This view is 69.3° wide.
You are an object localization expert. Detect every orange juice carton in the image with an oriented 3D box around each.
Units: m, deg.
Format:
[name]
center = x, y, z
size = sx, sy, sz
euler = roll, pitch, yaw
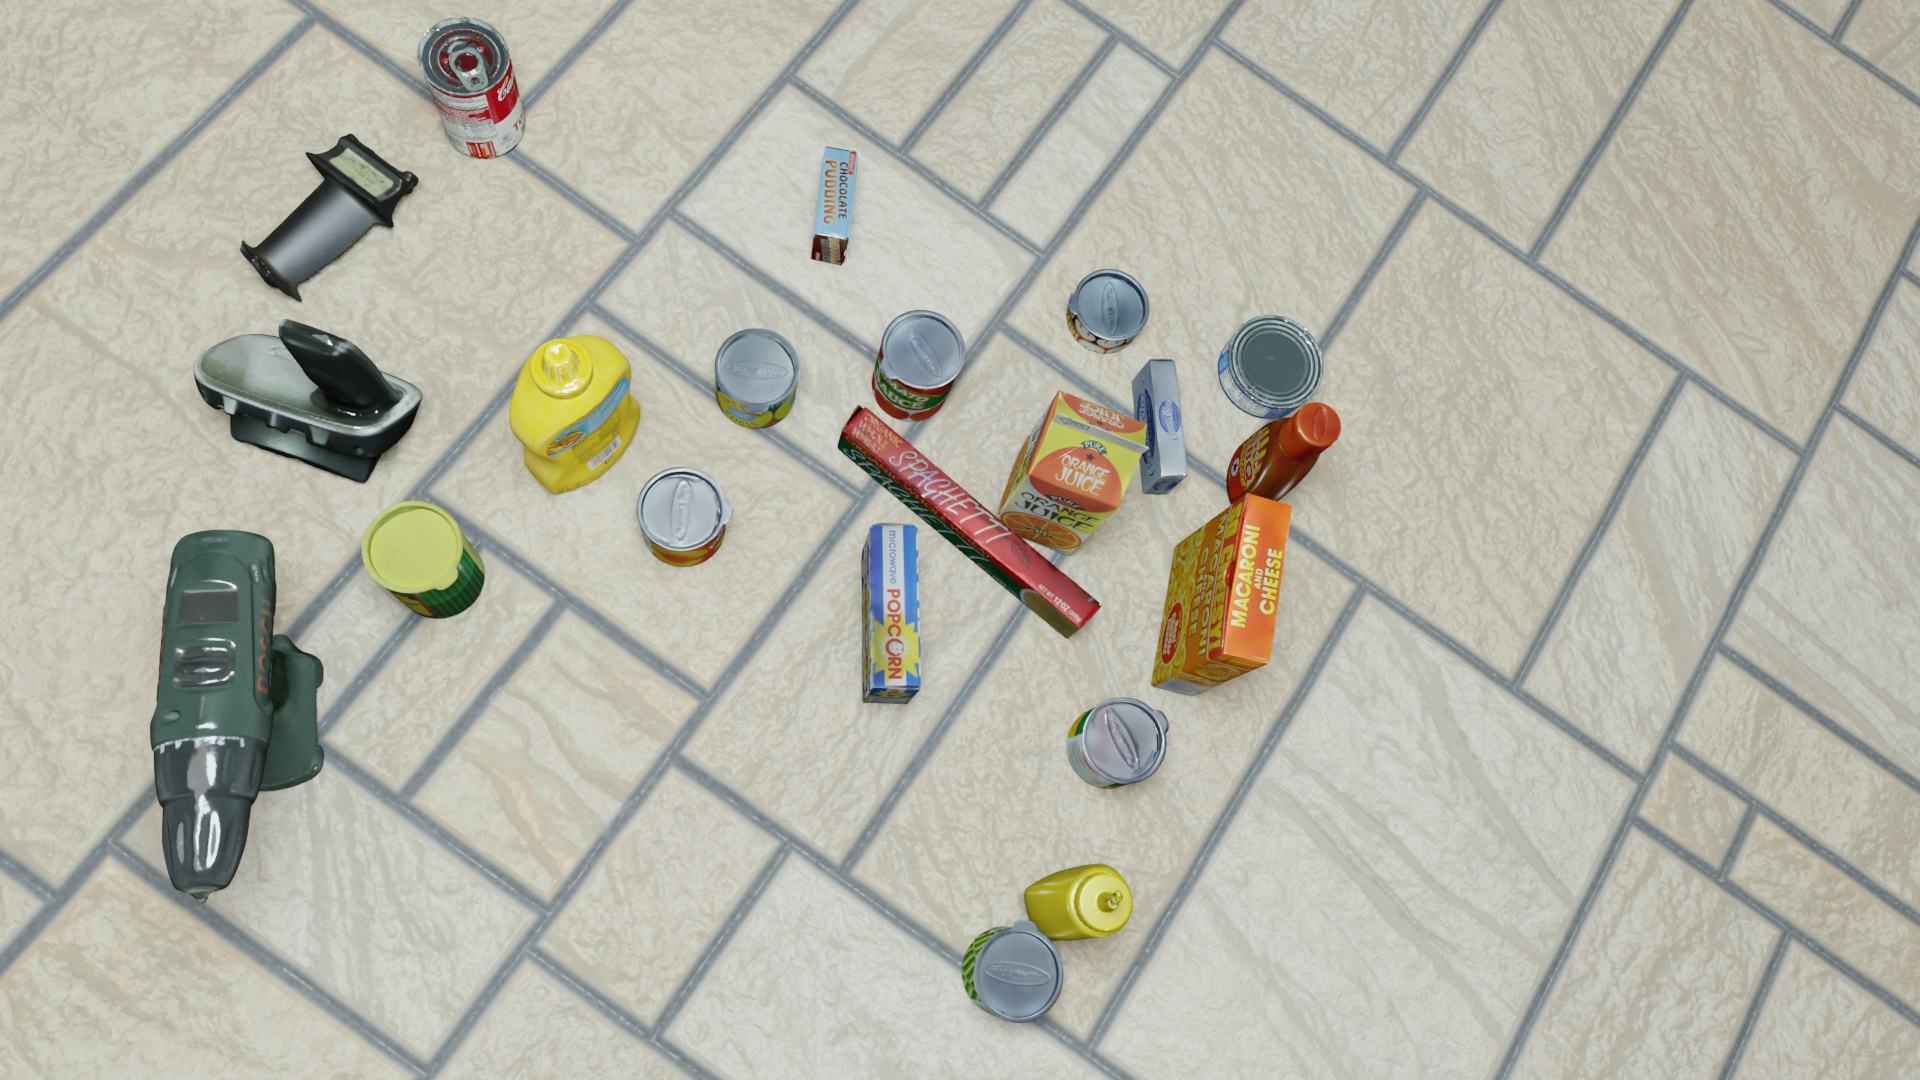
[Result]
[orange juice carton]
center = 0.085, -0.054, 1.062
size = 0.072, 0.192, 0.073
euler = 21, 73, -4

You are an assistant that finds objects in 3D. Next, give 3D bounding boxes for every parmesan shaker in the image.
[parmesan shaker]
center = -0.385, 0.018, 1.008
size = 0.071, 0.102, 0.071
euler = 2, 75, -9

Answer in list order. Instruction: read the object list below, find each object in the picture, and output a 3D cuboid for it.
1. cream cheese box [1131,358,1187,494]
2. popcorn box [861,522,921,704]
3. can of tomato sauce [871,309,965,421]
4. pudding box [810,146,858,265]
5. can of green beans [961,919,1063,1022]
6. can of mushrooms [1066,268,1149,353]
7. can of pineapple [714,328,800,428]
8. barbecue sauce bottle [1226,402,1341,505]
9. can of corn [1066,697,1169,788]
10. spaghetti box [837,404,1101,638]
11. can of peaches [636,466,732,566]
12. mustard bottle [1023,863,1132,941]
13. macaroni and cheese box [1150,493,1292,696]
[cream cheese box]
center = 0.166, -0.094, 1.160
size = 0.024, 0.053, 0.104
euler = -1, 76, -10
[popcorn box]
center = -0.054, 0.057, 1.064
size = 0.038, 0.085, 0.127
euler = 1, 75, -10
[can of tomato sauce]
center = -0.037, -0.138, 1.121
size = 0.071, 0.083, 0.071
euler = 2, 75, -9
[pudding box]
center = -0.105, -0.280, 1.164
size = 0.030, 0.049, 0.084
euler = 7, 74, -8
[can of green beans]
center = 0.038, 0.319, 1.025
size = 0.071, 0.057, 0.071
euler = 2, 75, -9
[can of mushrooms]
center = 0.123, -0.196, 1.190
size = 0.071, 0.033, 0.071
euler = 2, 75, -9
[can of pineapple]
center = -0.164, -0.127, 1.109
size = 0.071, 0.057, 0.071
euler = 2, 75, -9
[barbecue sauce bottle]
center = 0.260, -0.070, 1.120
size = 0.044, 0.148, 0.065
euler = 14, 74, -6
[can of corn]
center = 0.123, 0.158, 1.082
size = 0.071, 0.058, 0.071
euler = 2, 75, -9
[spaghetti box]
center = 0.004, -0.014, 1.112
size = 0.250, 0.050, 0.029
euler = 40, 73, 2
[can of peaches]
center = -0.212, -0.017, 1.071
size = 0.071, 0.058, 0.071
euler = 2, 75, -9
[mustard bottle]
center = 0.090, 0.260, 0.996
size = 0.065, 0.159, 0.049
euler = -17, 79, -14
[macaroni and cheese box]
center = 0.197, 0.046, 1.069
size = 0.040, 0.166, 0.124
euler = 14, 74, -6
